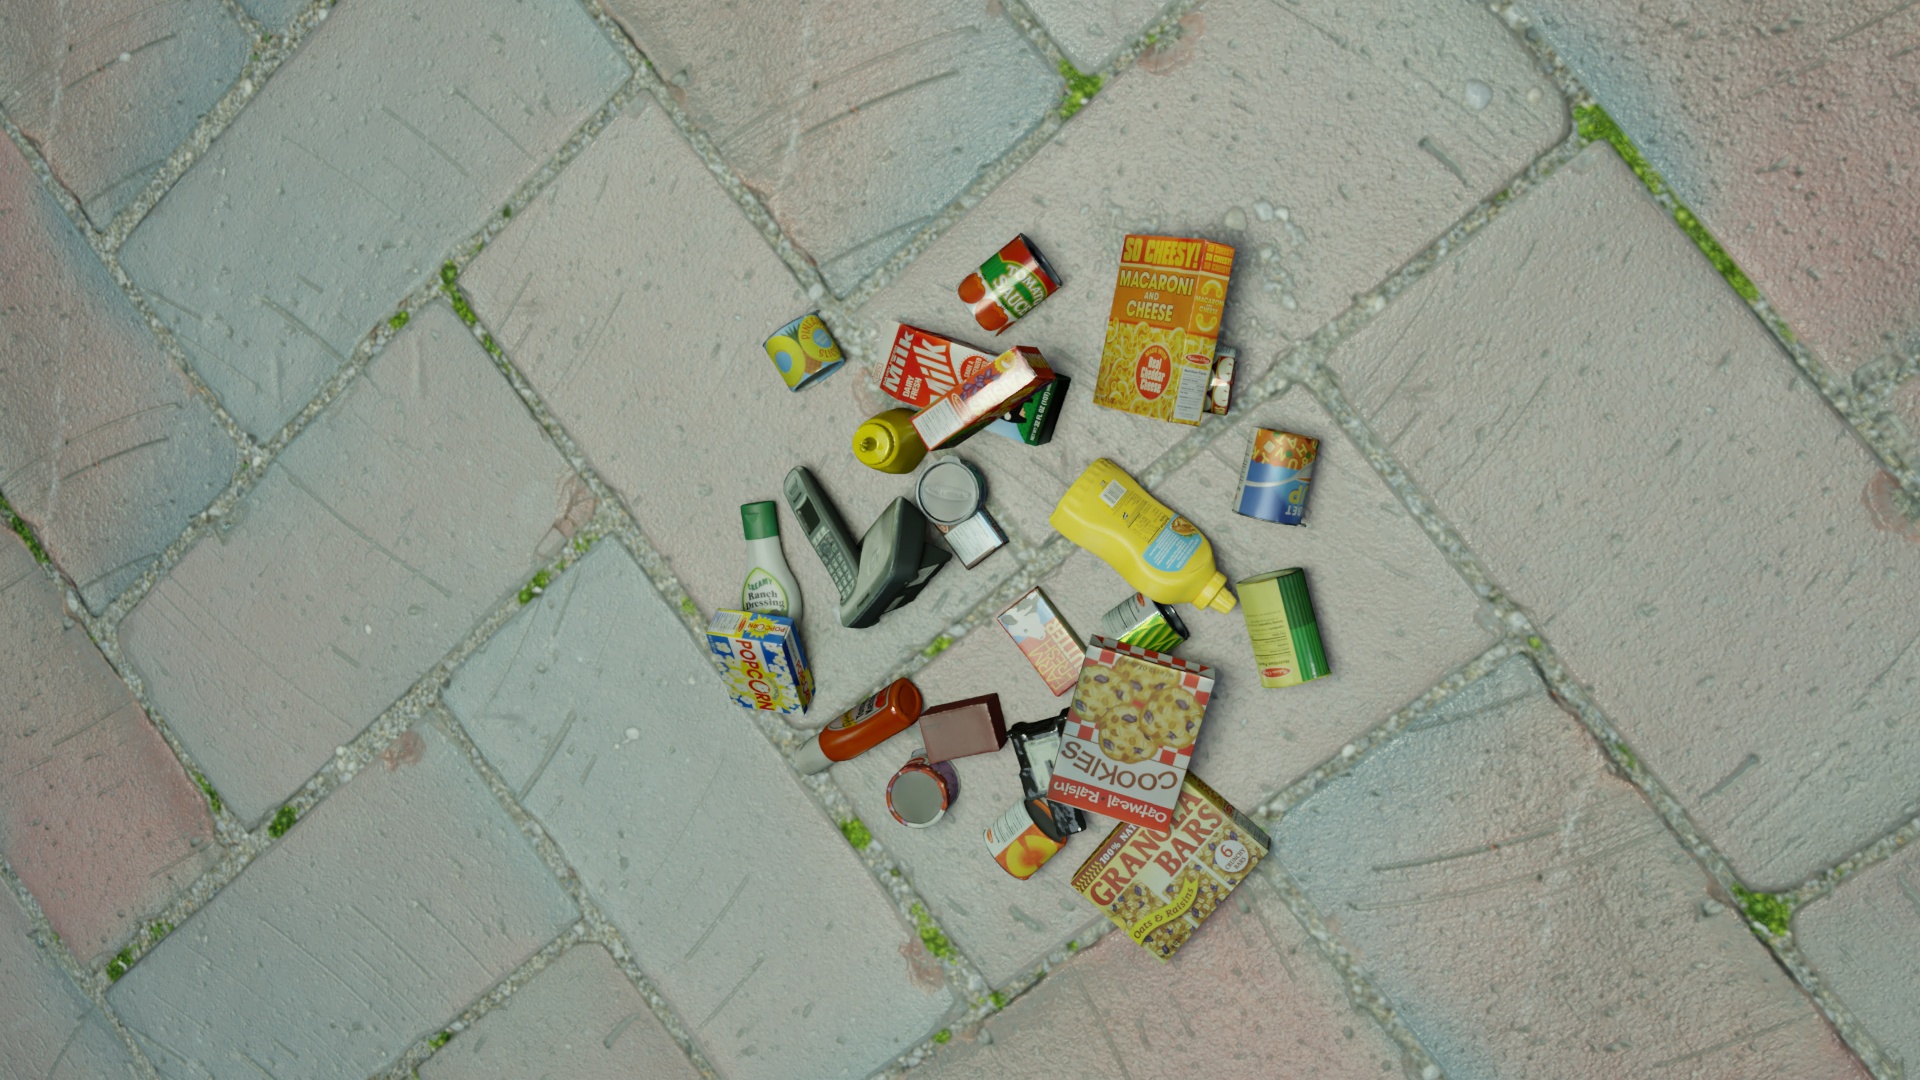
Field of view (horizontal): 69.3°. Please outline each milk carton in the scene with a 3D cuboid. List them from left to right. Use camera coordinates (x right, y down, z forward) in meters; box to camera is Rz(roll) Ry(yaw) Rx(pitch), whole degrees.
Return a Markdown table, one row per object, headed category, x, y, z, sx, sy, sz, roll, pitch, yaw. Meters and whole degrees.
| category | x | y | z | sx | sy | sz | roll | pitch | yaw |
| --- | --- | --- | --- | --- | --- | --- | --- | --- | --- |
| milk carton | 0.005 | -0.158 | 1.379 | 0.191 | 0.073 | 0.072 | 21 | 101 | 12 |

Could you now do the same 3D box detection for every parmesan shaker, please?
| category | x | y | z | sx | sy | sz | roll | pitch | yaw |
| --- | --- | --- | --- | --- | --- | --- | --- | --- | --- |
| parmesan shaker | 0.310 | 0.082 | 1.327 | 0.071 | 0.071 | 0.103 | -14 | 92 | 16 |

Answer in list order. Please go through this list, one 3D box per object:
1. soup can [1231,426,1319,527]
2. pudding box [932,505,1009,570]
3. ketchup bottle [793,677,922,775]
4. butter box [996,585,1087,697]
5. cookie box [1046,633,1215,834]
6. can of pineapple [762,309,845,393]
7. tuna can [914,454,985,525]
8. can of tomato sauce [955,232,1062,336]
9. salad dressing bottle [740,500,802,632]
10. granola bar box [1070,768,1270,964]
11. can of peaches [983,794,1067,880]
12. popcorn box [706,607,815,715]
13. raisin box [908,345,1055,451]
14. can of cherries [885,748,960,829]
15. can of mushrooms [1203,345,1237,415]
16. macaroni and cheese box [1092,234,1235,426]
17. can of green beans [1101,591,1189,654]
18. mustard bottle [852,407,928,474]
| category | x | y | z | sx | sy | sz | roll | pitch | yaw |
| --- | --- | --- | --- | --- | --- | --- | --- | --- | --- |
| soup can | 0.301 | -0.061 | 1.315 | 0.071 | 0.071 | 0.083 | 13 | 99 | 13 |
| pudding box | 0.005 | -0.018 | 1.416 | 0.049 | 0.030 | 0.084 | -38 | 86 | 17 |
| ketchup bottle | -0.109 | 0.200 | 1.456 | 0.148 | 0.065 | 0.043 | -33 | 106 | 24 |
| butter box | 0.089 | 0.103 | 1.410 | 0.053 | 0.024 | 0.103 | -38 | 86 | 15 |
| cookie box | 0.162 | 0.186 | 1.337 | 0.123 | 0.040 | 0.166 | 16 | 106 | 6 |
| can of pineapple | -0.158 | -0.192 | 1.421 | 0.071 | 0.071 | 0.058 | -32 | 89 | 16 |
| tuna can | -0.009 | -0.051 | 1.382 | 0.071 | 0.033 | 0.071 | 2 | 96 | 15 |
| can of tomato sauce | 0.047 | -0.249 | 1.360 | 0.083 | 0.071 | 0.071 | -36 | 86 | 16 |
| salad dressing bottle | -0.205 | 0.033 | 1.470 | 0.064 | 0.044 | 0.147 | -7 | 94 | 18 |
| granola bar box | 0.210 | 0.323 | 1.395 | 0.124 | 0.039 | 0.165 | 40 | 104 | 8 |
| can of peaches | 0.068 | 0.303 | 1.418 | 0.071 | 0.071 | 0.058 | 46 | 105 | 6 |
| popcorn box | -0.207 | 0.127 | 1.447 | 0.085 | 0.038 | 0.126 | 6 | 139 | 14 |
| raisin box | 0.022 | -0.132 | 1.292 | 0.123 | 0.086 | 0.040 | -33 | 85 | 17 |
| can of cherries | -0.040 | 0.257 | 1.443 | 0.071 | 0.058 | 0.071 | 2 | 97 | 14 |
| can of mushrooms | 0.242 | -0.151 | 1.321 | 0.033 | 0.071 | 0.071 | 10 | 99 | 12 |
| macaroni and cheese box | 0.189 | -0.200 | 1.307 | 0.124 | 0.040 | 0.166 | 24 | 106 | 57 |
| can of green beans | 0.181 | 0.086 | 1.363 | 0.057 | 0.071 | 0.071 | -37 | 86 | 16 |
| mustard bottle | -0.071 | -0.097 | 1.360 | 0.049 | 0.160 | 0.065 | 27 | 101 | 12 |
